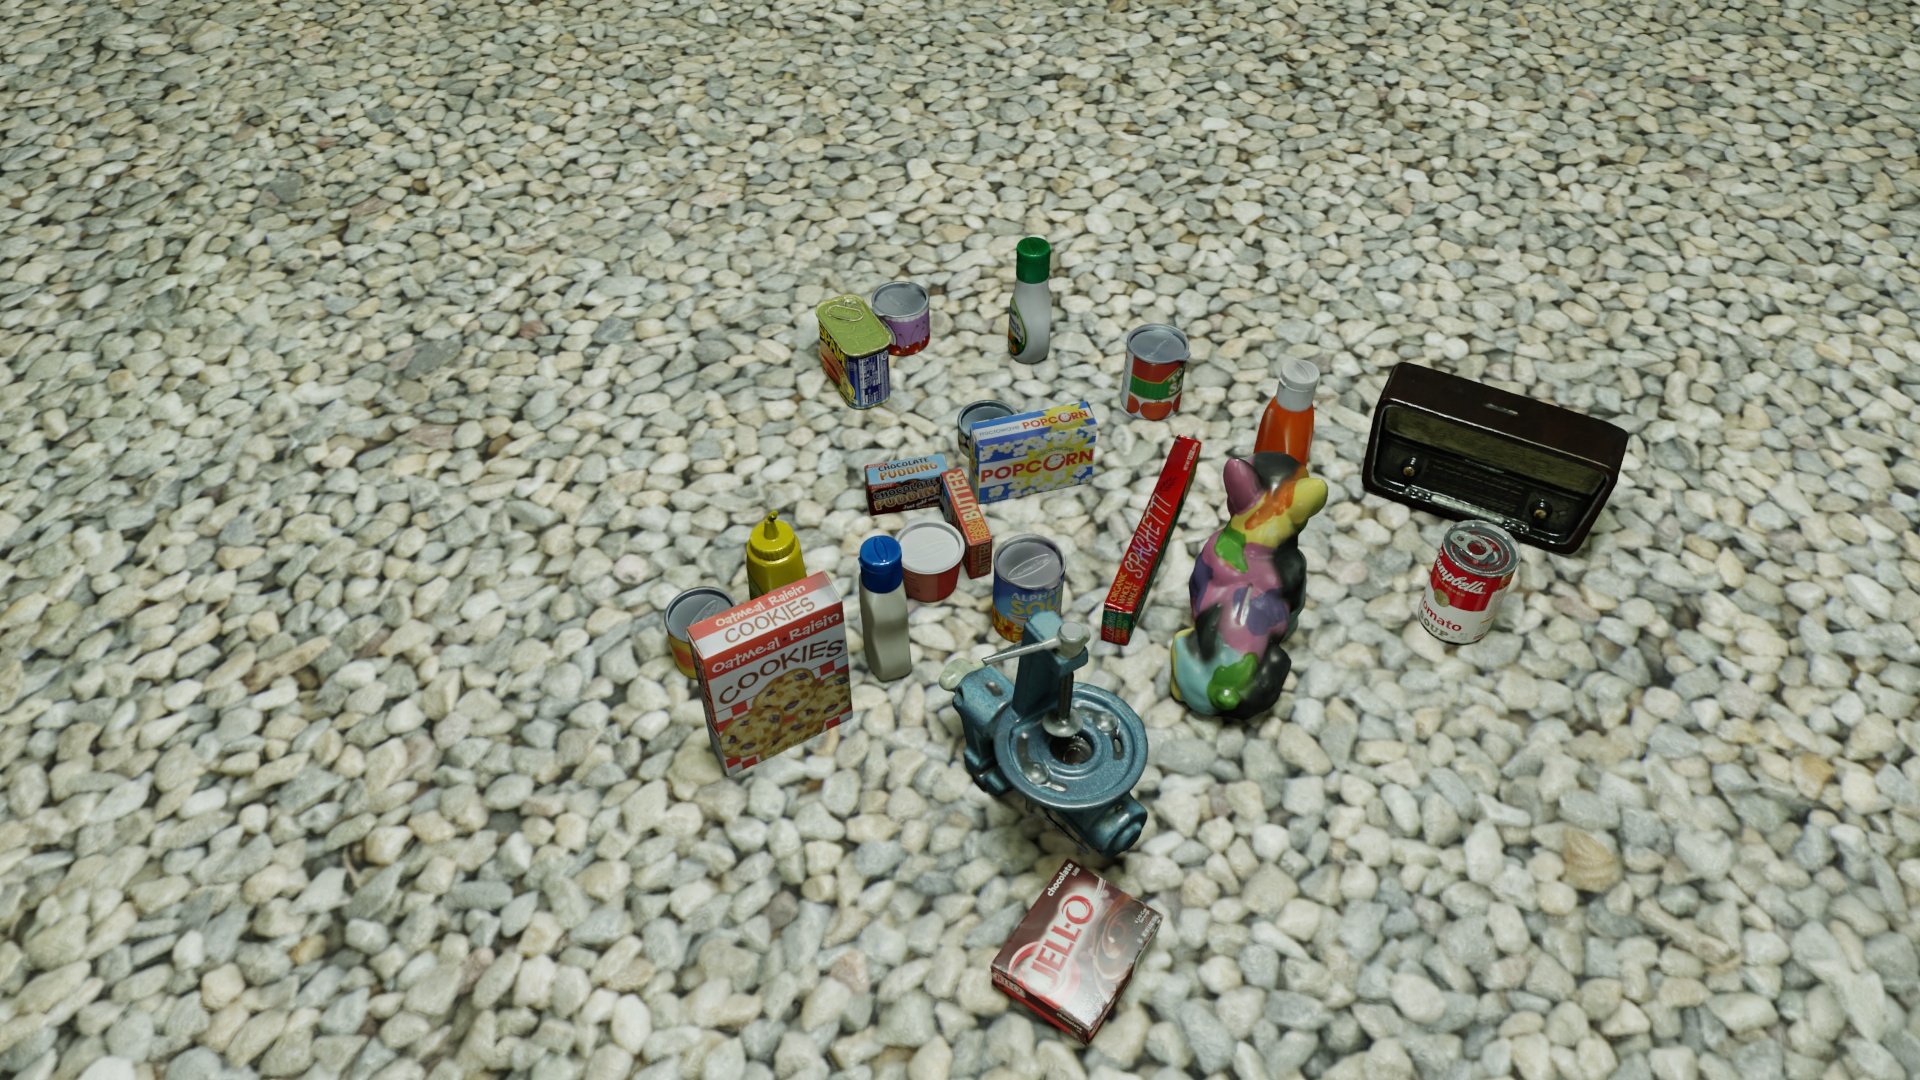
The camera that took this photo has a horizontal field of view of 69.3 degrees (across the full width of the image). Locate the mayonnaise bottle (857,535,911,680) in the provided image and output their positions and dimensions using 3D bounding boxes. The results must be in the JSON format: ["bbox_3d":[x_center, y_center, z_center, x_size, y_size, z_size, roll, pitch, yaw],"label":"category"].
[{"bbox_3d":[-0.067,0.058,1.230,0.041,0.147,0.065,-13,49,-12],"label":"mayonnaise bottle"}]

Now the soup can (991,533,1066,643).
[{"bbox_3d":[0.064,0.048,1.284,0.071,0.083,0.072,0,47,0],"label":"soup can"}]

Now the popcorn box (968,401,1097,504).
[{"bbox_3d":[0.072,-0.089,1.410,0.127,0.084,0.038,-12,48,-11],"label":"popcorn box"}]

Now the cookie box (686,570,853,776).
[{"bbox_3d":[-0.157,0.112,1.166,0.123,0.166,0.040,-23,52,-21],"label":"cookie box"}]

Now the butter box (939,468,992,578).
[{"bbox_3d":[0.005,-0.017,1.365,0.024,0.052,0.104,-13,48,-12],"label":"butter box"}]

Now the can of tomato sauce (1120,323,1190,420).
[{"bbox_3d":[0.211,-0.181,1.498,0.071,0.082,0.071,0,47,0],"label":"can of tomato sauce"}]

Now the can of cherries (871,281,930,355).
[{"bbox_3d":[-0.070,-0.251,1.578,0.071,0.058,0.072,0,47,0],"label":"can of cherries"}]

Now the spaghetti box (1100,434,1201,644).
[{"bbox_3d":[0.188,-0.004,1.356,0.029,0.049,0.251,16,49,14],"label":"spaghetti box"}]

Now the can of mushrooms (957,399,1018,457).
[{"bbox_3d":[0.031,-0.114,1.468,0.071,0.033,0.071,0,47,0],"label":"can of mushrooms"}]

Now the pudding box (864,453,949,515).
[{"bbox_3d":[-0.054,-0.057,1.404,0.084,0.049,0.030,-8,48,-8],"label":"pudding box"}]

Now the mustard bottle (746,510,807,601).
[{"bbox_3d":[-0.166,0.028,1.249,0.049,0.159,0.065,-23,51,-20],"label":"mustard bottle"}]

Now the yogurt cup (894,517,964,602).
[{"bbox_3d":[-0.030,0.022,1.328,0.072,0.053,0.073,0,47,0],"label":"yogurt cup"}]

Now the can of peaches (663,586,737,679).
[{"bbox_3d":[-0.230,0.086,1.264,0.071,0.057,0.071,0,47,0],"label":"can of peaches"}]

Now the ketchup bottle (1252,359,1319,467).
[{"bbox_3d":[0.327,-0.113,1.392,0.043,0.148,0.065,-15,49,-13],"label":"ketchup bottle"}]

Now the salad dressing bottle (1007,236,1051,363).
[{"bbox_3d":[0.078,-0.265,1.531,0.044,0.146,0.064,-13,49,-12],"label":"salad dressing bottle"}]
